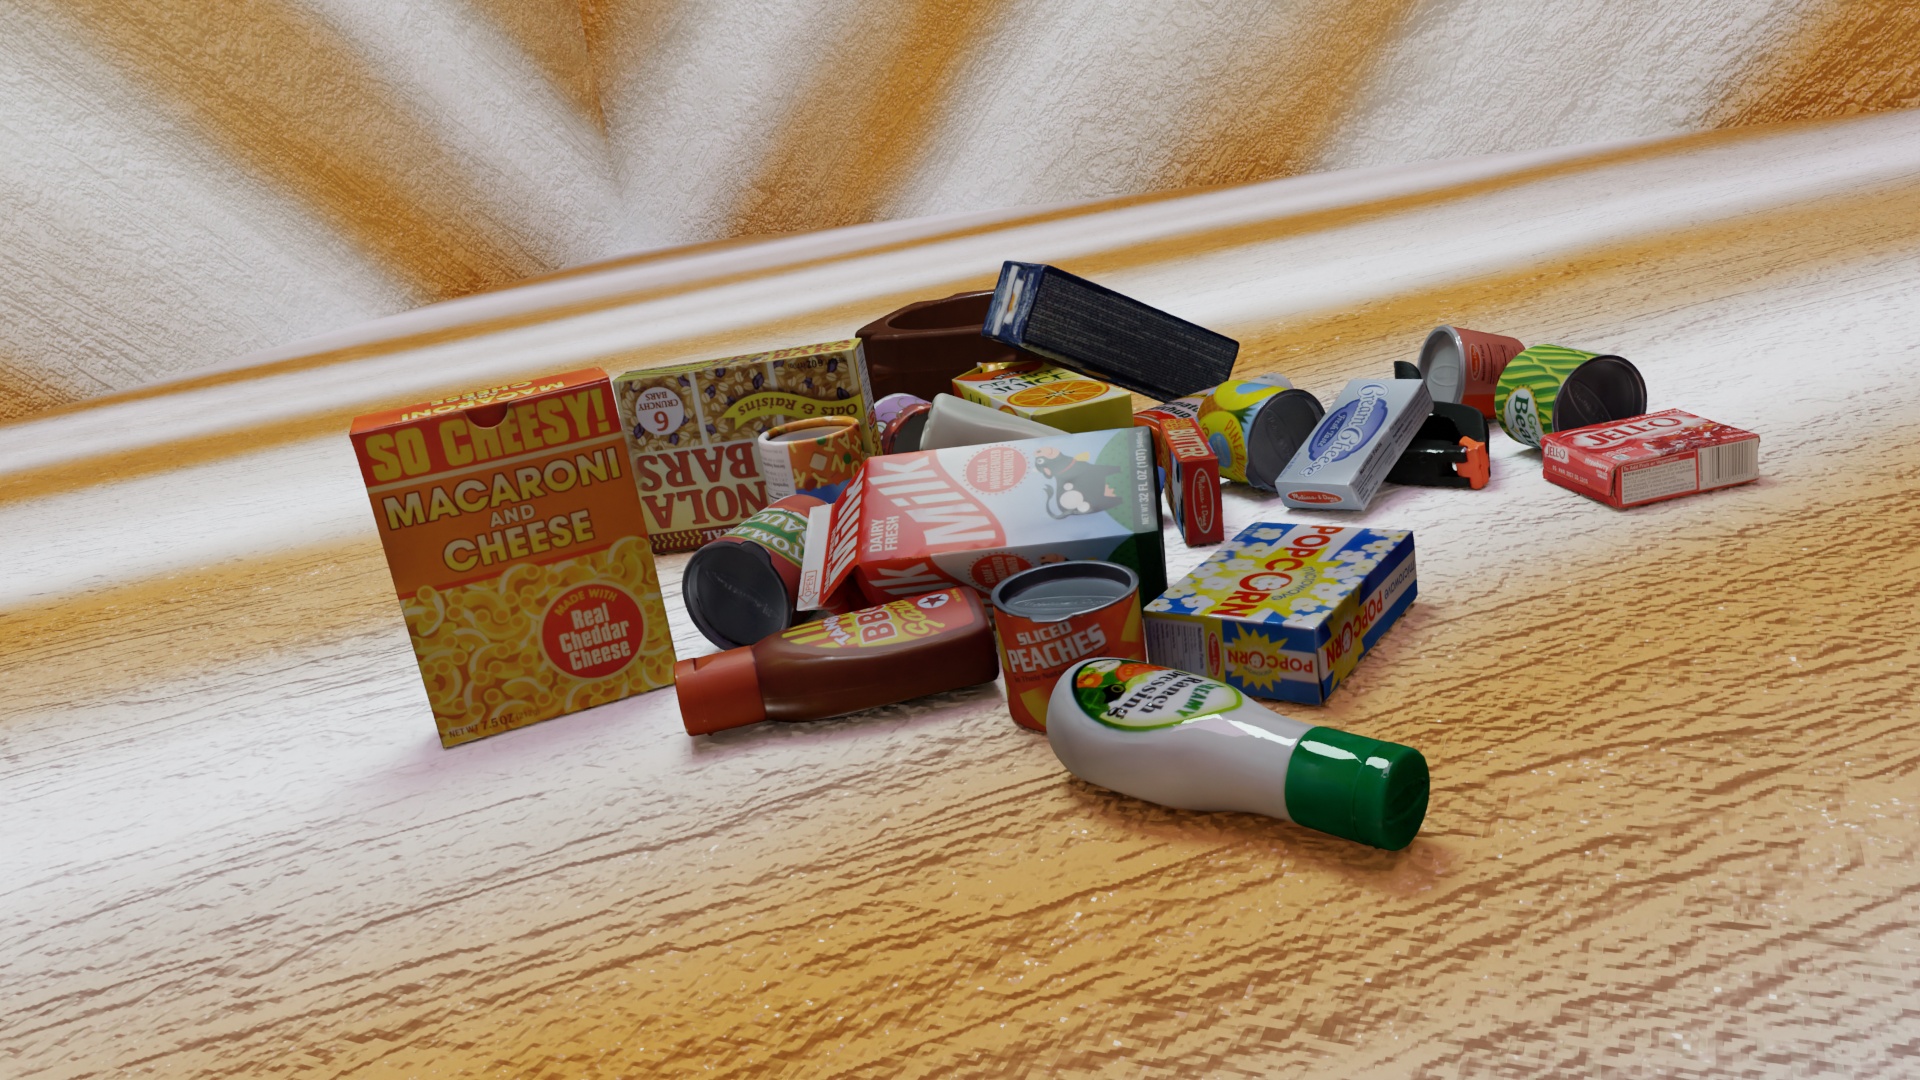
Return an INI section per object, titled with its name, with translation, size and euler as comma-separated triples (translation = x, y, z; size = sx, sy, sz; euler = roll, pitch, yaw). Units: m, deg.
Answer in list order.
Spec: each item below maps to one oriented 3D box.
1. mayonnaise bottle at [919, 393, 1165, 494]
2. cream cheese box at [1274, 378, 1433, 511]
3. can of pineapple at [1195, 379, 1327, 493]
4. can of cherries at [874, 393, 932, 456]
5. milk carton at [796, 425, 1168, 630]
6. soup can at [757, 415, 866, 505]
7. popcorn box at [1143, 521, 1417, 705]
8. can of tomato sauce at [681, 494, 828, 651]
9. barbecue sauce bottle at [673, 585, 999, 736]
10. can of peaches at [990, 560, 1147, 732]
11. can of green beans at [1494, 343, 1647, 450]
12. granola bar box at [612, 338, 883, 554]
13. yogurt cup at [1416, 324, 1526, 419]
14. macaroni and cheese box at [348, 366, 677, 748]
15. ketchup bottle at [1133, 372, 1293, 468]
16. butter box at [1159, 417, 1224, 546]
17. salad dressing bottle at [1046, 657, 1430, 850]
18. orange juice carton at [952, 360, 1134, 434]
[mayonnaise bottle]
translation = 0.050, -0.049, 0.849
size = 0.148, 0.041, 0.065
euler = 18, 10, -5
[cream cheese box]
translation = 0.240, -0.059, 0.842
size = 0.053, 0.024, 0.104
euler = 6, 46, 47
[can of pineapple]
translation = 0.189, -0.067, 0.885
size = 0.071, 0.070, 0.058
euler = -18, 19, -24
[can of cherries]
translation = -0.036, -0.068, 0.998
size = 0.072, 0.071, 0.058
euler = -17, 21, -22
[milk carton]
translation = 0.009, 0.000, 0.724
size = 0.190, 0.073, 0.073
euler = -5, 51, 10
[soup can]
translation = -0.087, -0.032, 0.886
size = 0.071, 0.083, 0.071
euler = -8, 18, 3
[popcorn box]
translation = 0.154, 0.030, 0.656
size = 0.085, 0.038, 0.127
euler = 5, 23, 36
[can of tomato sauce]
translation = -0.104, 0.016, 0.773
size = 0.071, 0.071, 0.083
euler = -1, 19, 24
[barbecue sauce bottle]
translation = -0.060, 0.060, 0.663
size = 0.149, 0.043, 0.065
euler = -12, 19, -9
[can of peaches]
translation = 0.049, 0.048, 0.622
size = 0.071, 0.058, 0.071
euler = -8, 19, 3
[can of green beans]
translation = 0.372, -0.085, 0.850
size = 0.071, 0.071, 0.058
euler = -13, 18, -13
[granola bar box]
translation = -0.139, -0.063, 0.938
size = 0.165, 0.123, 0.039
euler = -7, 18, 6
[yogurt cup]
translation = 0.349, -0.112, 0.945
size = 0.054, 0.072, 0.072
euler = 1, 17, -7
[macaroni and cheese box]
translation = -0.220, 0.007, 0.700
size = 0.124, 0.165, 0.040
euler = -15, 19, -17
[ketchup bottle]
translation = 0.175, -0.083, 0.976
size = 0.149, 0.043, 0.065
euler = -21, 24, -34
[butter box]
translation = 0.139, -0.038, 0.843
size = 0.024, 0.053, 0.104
euler = -6, 18, 3
[salad dressing bottle]
translation = 0.101, 0.080, 0.524
size = 0.147, 0.043, 0.064
euler = 10, 25, 44
[orange juice carton]
translation = 0.049, -0.078, 0.978
size = 0.073, 0.071, 0.193
euler = -14, 19, -17
